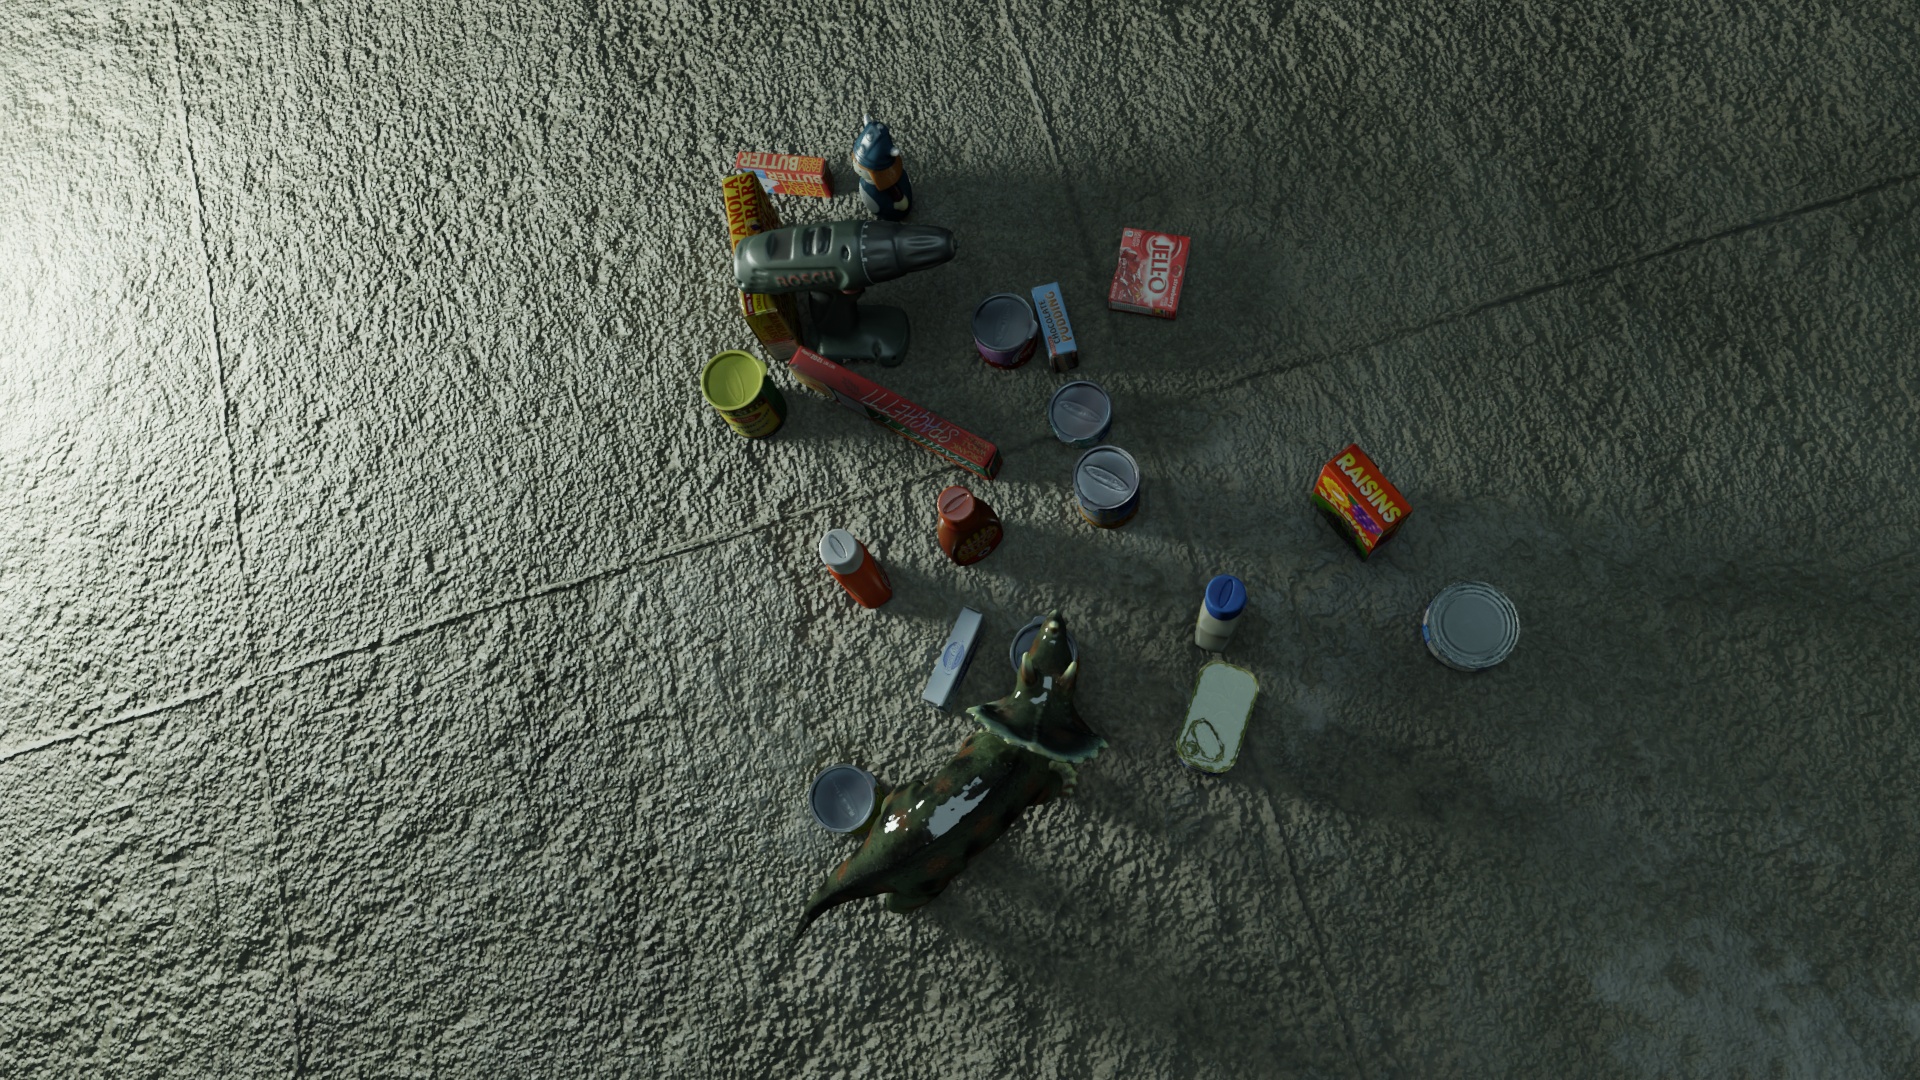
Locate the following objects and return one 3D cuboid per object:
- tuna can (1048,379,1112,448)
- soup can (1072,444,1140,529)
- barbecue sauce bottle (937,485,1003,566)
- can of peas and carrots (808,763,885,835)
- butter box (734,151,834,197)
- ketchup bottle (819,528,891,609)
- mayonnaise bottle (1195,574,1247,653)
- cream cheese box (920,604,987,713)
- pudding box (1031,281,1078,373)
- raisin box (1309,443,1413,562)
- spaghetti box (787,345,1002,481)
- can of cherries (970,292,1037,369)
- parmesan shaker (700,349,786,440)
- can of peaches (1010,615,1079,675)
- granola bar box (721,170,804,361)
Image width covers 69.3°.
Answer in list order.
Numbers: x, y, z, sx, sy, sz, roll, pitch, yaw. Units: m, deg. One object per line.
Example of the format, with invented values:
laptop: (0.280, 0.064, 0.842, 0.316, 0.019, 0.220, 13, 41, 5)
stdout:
tuna can: (0.125, -0.130, 1.453, 0.071, 0.032, 0.071, -2, 75, 7)
soup can: (0.147, -0.050, 1.402, 0.071, 0.083, 0.071, -2, 75, 7)
barbecue sauce bottle: (0.005, -0.017, 1.378, 0.065, 0.148, 0.044, -36, 74, -3)
can of peas and carrots: (-0.109, 0.254, 1.366, 0.071, 0.058, 0.071, -2, 75, 7)
butter box: (-0.196, -0.411, 1.561, 0.103, 0.053, 0.024, 7, 77, 9)
ketchup bottle: (-0.107, 0.025, 1.381, 0.043, 0.148, 0.065, -35, 74, -2)
mayonnaise bottle: (0.249, 0.065, 1.323, 0.041, 0.148, 0.065, 20, 79, 12)
cream cheese box: (-0.005, 0.120, 1.391, 0.024, 0.053, 0.104, 22, 79, 13)
pudding box: (0.100, -0.226, 1.473, 0.030, 0.049, 0.084, -15, 74, 4)
raisin box: (0.387, -0.035, 1.345, 0.040, 0.123, 0.086, -36, 74, -2)
spaghetti box: (-0.069, -0.134, 1.471, 0.250, 0.050, 0.029, 28, 81, 14)
can of cherries: (0.050, -0.220, 1.474, 0.071, 0.058, 0.071, -2, 75, 7)
parmesan shaker: (-0.224, -0.153, 1.469, 0.071, 0.103, 0.071, -2, 75, 7)
can of peaches: (0.085, 0.115, 1.379, 0.071, 0.058, 0.071, -2, 75, 7)
granola bar box: (-0.212, -0.292, 1.494, 0.039, 0.124, 0.166, -13, 74, 4)
